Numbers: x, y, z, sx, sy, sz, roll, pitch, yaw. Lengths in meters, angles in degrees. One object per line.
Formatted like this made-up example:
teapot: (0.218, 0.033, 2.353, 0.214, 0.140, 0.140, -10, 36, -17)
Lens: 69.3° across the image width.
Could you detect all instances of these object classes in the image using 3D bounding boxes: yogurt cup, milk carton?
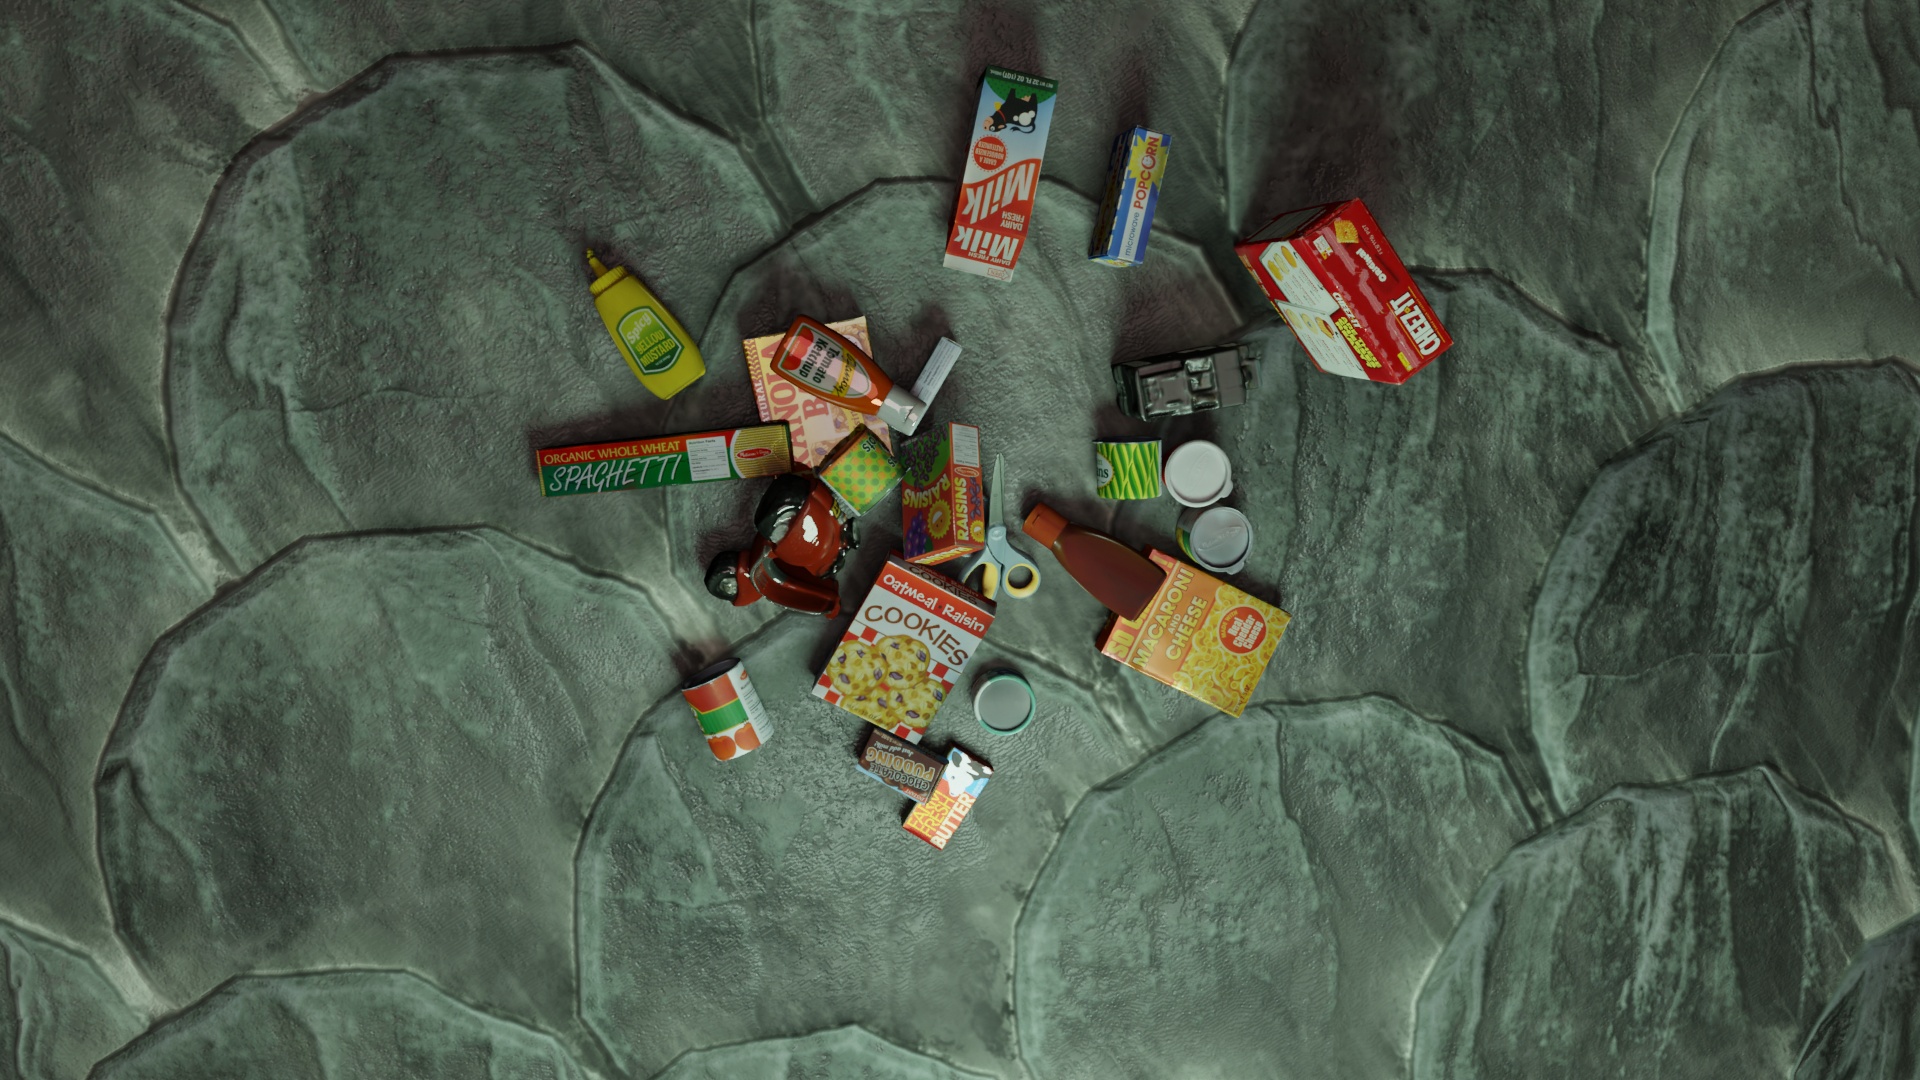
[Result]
yogurt cup: (0.236, -0.071, 1.417, 0.072, 0.054, 0.072, -1, 99, -6)
milk carton: (0.036, -0.352, 1.344, 0.072, 0.073, 0.190, 12, 97, -8)

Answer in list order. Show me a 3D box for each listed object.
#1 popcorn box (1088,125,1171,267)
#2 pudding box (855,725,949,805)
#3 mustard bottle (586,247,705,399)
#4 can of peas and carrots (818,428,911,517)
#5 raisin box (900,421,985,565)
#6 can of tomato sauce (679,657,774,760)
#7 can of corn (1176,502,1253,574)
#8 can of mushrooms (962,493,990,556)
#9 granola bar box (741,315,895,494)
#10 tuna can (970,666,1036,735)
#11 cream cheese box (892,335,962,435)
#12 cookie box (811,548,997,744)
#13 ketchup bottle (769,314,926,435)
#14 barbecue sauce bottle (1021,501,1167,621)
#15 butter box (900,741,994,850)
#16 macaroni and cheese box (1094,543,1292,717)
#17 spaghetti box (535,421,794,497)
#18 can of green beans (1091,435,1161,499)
popcorn box: (0.164, -0.332, 1.354, 0.038, 0.085, 0.126, 12, 97, -9)
pudding box: (-0.060, 0.231, 1.431, 0.084, 0.030, 0.049, 27, 95, 11)
mustard bottle: (-0.314, -0.214, 1.341, 0.065, 0.049, 0.160, -36, 100, -1)
can of peas and carrots: (-0.093, -0.067, 1.336, 0.071, 0.071, 0.058, -45, 100, 2)
raisin box: (-0.019, -0.045, 1.357, 0.040, 0.086, 0.123, 8, 73, -38)
can of tomato sauce: (-0.236, 0.170, 1.398, 0.071, 0.071, 0.083, -24, 101, -2)
can of corn: (0.261, -0.003, 1.427, 0.071, 0.058, 0.071, -1, 99, -6)
can of mushrooms: (0.005, -0.018, 1.411, 0.071, 0.033, 0.071, -1, 99, -6)
granola bar box: (-0.138, -0.130, 1.377, 0.124, 0.039, 0.165, -12, 100, -4)
tuna can: (0.047, 0.168, 1.444, 0.071, 0.033, 0.071, -1, 99, -5)
cream cheese box: (-0.034, -0.153, 1.377, 0.024, 0.053, 0.103, 30, 94, -8)
cookie box: (-0.057, 0.107, 1.404, 0.123, 0.040, 0.167, 28, 108, -9)
ketchup bottle: (-0.104, -0.154, 1.327, 0.149, 0.043, 0.064, 30, 95, -5)
barbecue sauce bottle: (0.132, 0.016, 1.402, 0.149, 0.044, 0.065, 35, 97, 11)
butter box: (-0.014, 0.268, 1.457, 0.053, 0.024, 0.103, 32, 94, -9)
macaroni and cheese box: (0.241, 0.094, 1.449, 0.166, 0.040, 0.123, 26, 95, -9)
spaghetti box: (-0.287, -0.079, 1.353, 0.250, 0.029, 0.050, -5, 99, 6)
can of green beans: (0.170, -0.074, 1.404, 0.071, 0.071, 0.057, -2, 100, -5)
